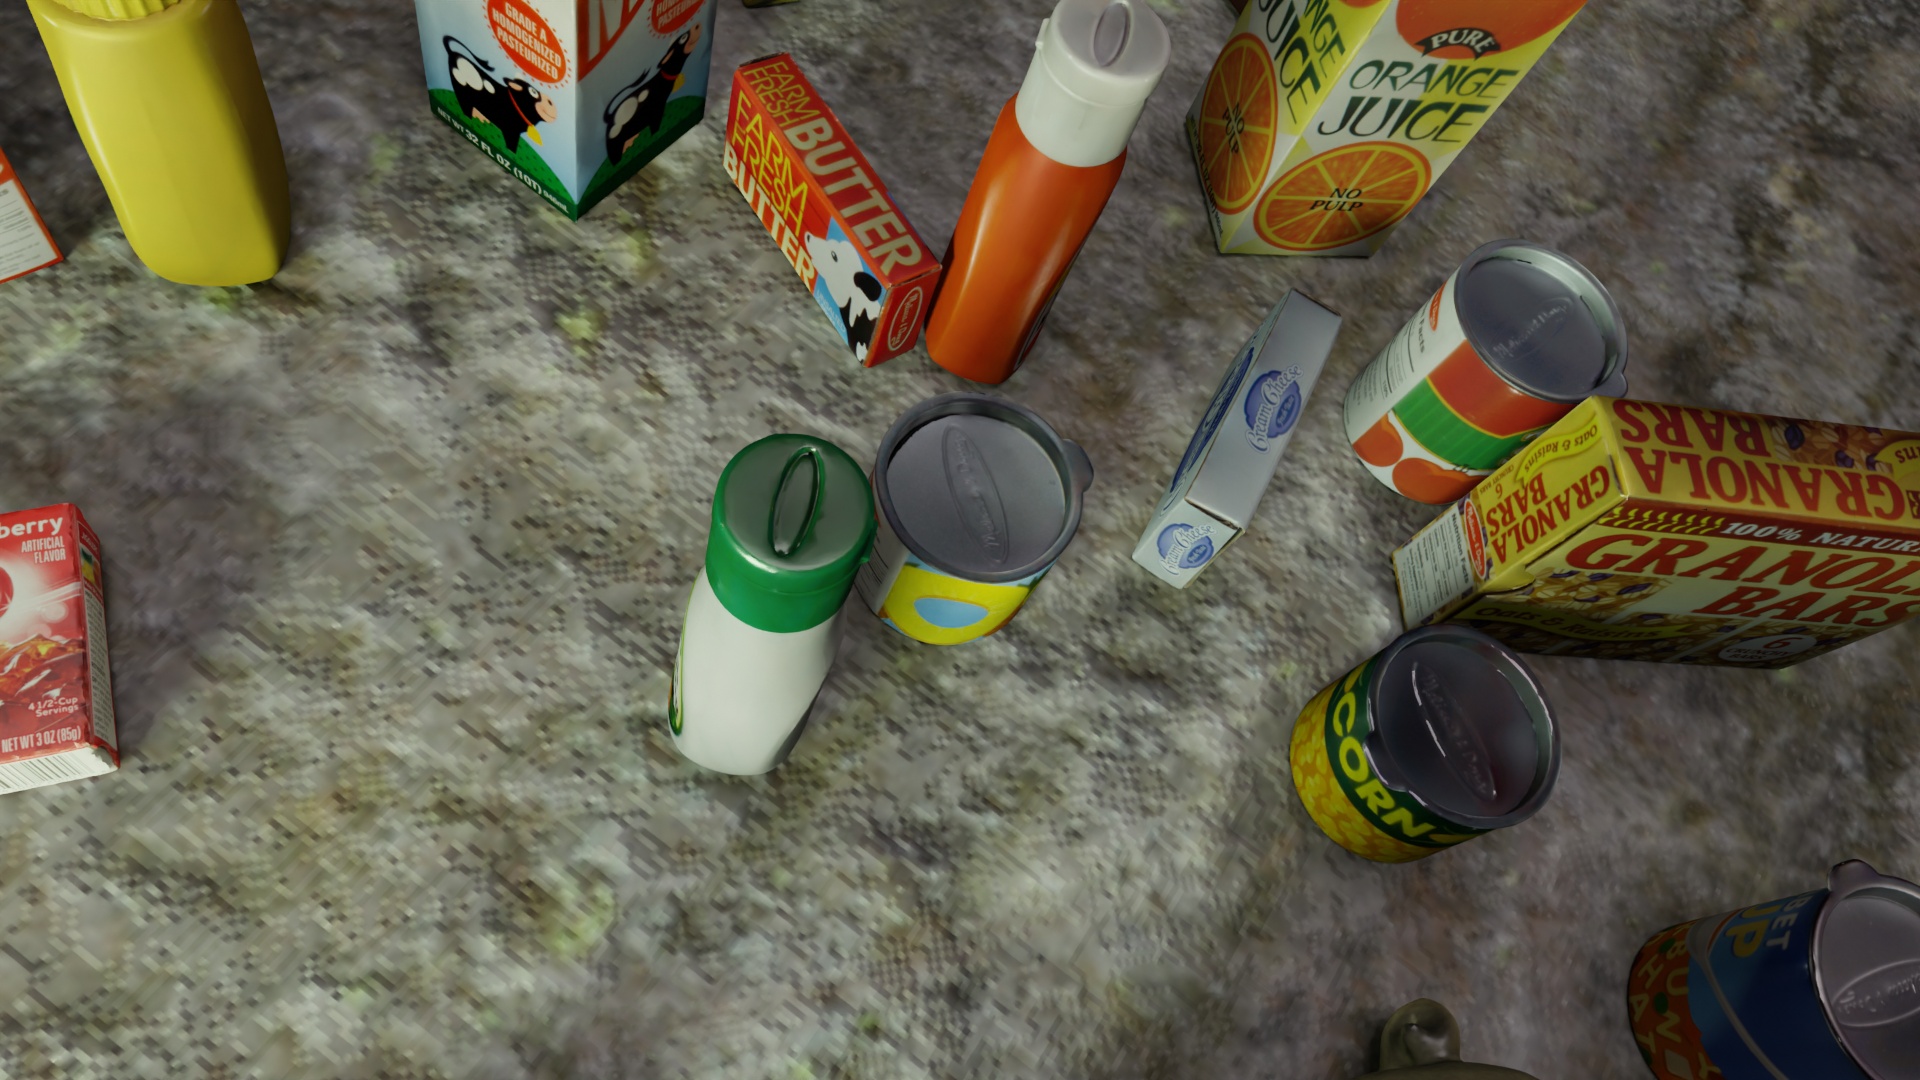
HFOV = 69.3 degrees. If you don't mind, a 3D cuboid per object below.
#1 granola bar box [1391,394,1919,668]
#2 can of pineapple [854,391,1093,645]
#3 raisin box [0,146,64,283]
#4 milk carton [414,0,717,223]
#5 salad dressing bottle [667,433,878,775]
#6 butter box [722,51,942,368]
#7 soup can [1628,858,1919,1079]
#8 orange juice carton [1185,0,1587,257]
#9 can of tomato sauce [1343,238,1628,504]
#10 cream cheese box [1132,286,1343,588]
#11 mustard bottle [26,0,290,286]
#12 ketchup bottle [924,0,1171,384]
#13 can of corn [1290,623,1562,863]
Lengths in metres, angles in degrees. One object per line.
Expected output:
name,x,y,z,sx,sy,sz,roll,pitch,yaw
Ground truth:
granola bar box,0.255,0.004,0.476,0.166,0.123,0.039,5,65,-13
can of pineapple,0.002,-0.006,0.451,0.071,0.057,0.071,6,64,-12
raisin box,-0.312,-0.138,0.394,0.040,0.123,0.086,-32,77,-25
milk carton,-0.122,-0.195,0.433,0.072,0.189,0.074,38,62,4
salad dressing bottle,-0.053,0.020,0.374,0.044,0.147,0.064,16,63,-7
butter box,-0.048,-0.117,0.493,0.024,0.053,0.103,-28,75,-24
soup can,0.263,0.143,0.435,0.071,0.083,0.071,6,64,-12
orange juice carton,0.155,-0.187,0.501,0.073,0.191,0.072,-2,66,-16
can of tomato sauce,0.192,-0.058,0.512,0.071,0.082,0.071,6,64,-12
cream cheese box,0.099,-0.036,0.494,0.024,0.053,0.104,30,62,0
mustard bottle,-0.228,-0.137,0.394,0.049,0.159,0.065,-8,68,-18
ketchup bottle,0.025,-0.114,0.457,0.043,0.148,0.065,20,62,-5
can of corn,0.148,0.069,0.454,0.071,0.058,0.071,6,64,-12
